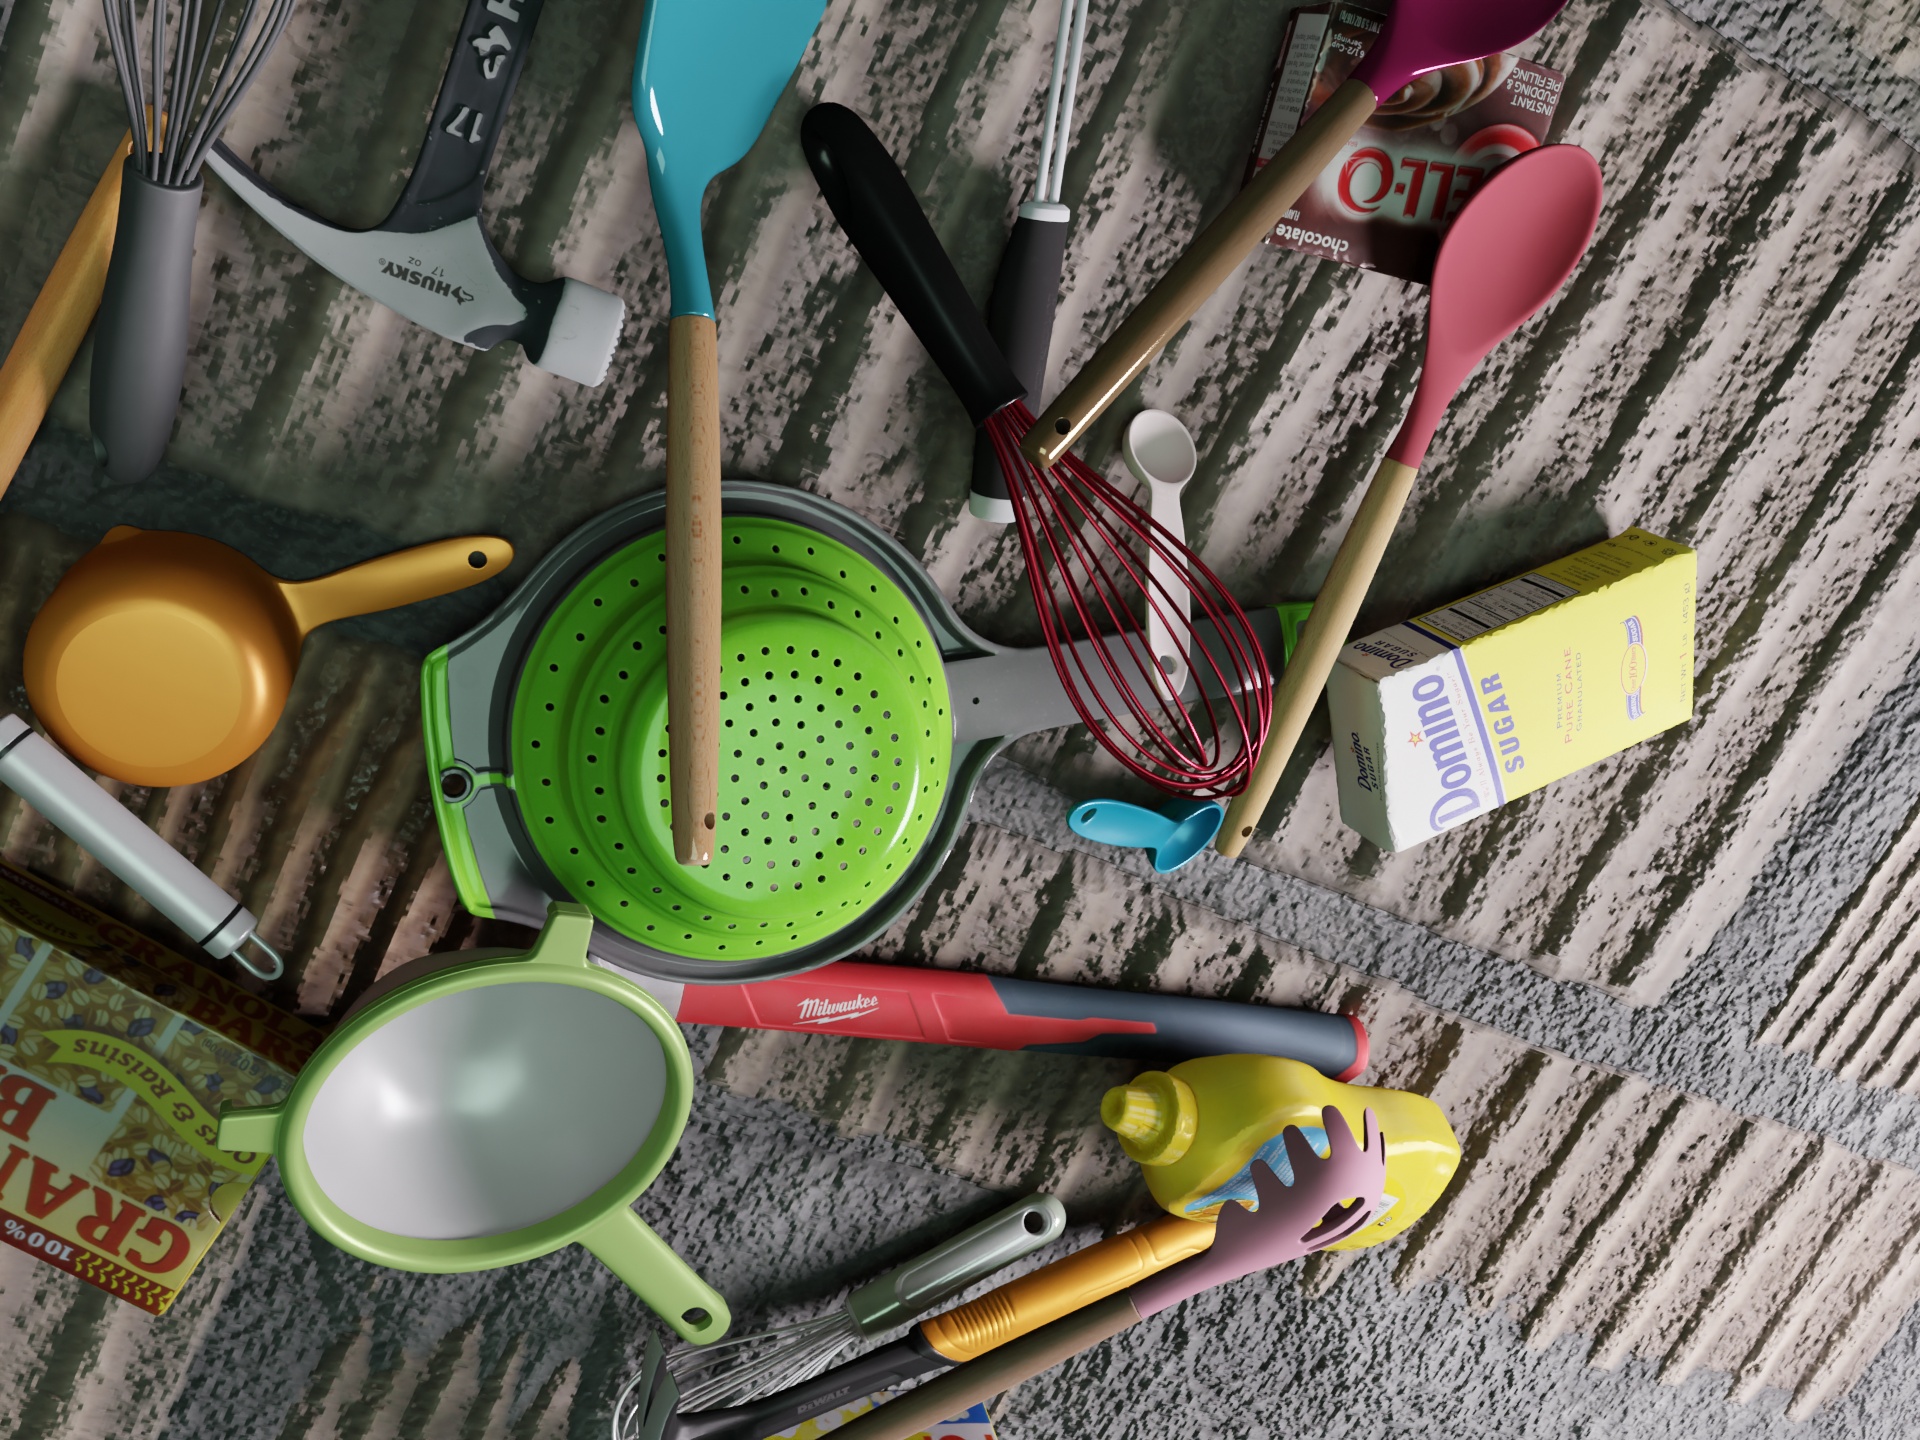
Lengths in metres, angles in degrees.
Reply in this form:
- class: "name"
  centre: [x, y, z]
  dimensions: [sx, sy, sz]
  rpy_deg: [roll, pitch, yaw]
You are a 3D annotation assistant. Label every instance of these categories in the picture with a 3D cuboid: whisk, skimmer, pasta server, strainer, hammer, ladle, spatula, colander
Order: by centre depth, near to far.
- class: "whisk"
  centre: [-0.245, -0.167, 0.494]
  dimensions: [0.055, 0.055, 0.238]
  rpy_deg: [15, 129, -21]
- class: "hammer"
  centre: [-0.120, -0.323, 0.507]
  dimensions: [0.149, 0.036, 0.409]
  rpy_deg: [18, 105, -21]
- class: "strainer"
  centre: [-0.327, 0.001, 0.530]
  dimensions: [0.087, 0.050, 0.258]
  rpy_deg: [-38, 108, 17]
- class: "spatula"
  centre: [-0.082, -0.111, 0.532]
  dimensions: [0.082, 0.044, 0.317]
  rpy_deg: [8, 80, -59]
- class: "spatula"
  centre: [-0.348, -0.064, 0.543]
  dimensions: [0.081, 0.041, 0.322]
  rpy_deg: [30, 100, -13]
- class: "skimmer"
  centre: [0.061, -0.238, 0.564]
  dimensions: [0.127, 0.090, 0.363]
  rpy_deg: [-15, 123, -45]
- class: "whisk"
  centre: [0.026, -0.098, 0.585]
  dimensions: [0.073, 0.073, 0.296]
  rpy_deg: [-32, 93, -1]
- class: "colander"
  centre: [-0.001, -0.002, 0.624]
  dimensions: [0.397, 0.094, 0.204]
  rpy_deg: [-10, 100, -18]
- class: "strainer"
  centre: [-0.166, 0.173, 0.651]
  dimensions: [0.151, 0.069, 0.256]
  rpy_deg: [-32, 129, -5]
- class: "ladle"
  centre: [0.172, -0.081, 0.655]
  dimensions: [0.069, 0.031, 0.315]
  rpy_deg: [11, 110, -32]
- class: "pasta server"
  centre: [0.051, 0.263, 0.703]
  dimensions: [0.316, 0.040, 0.060]
  rpy_deg: [-28, 129, 4]
- class: "hammer"
  centre: [0.022, 0.121, 0.731]
  dimensions: [0.386, 0.038, 0.143]
  rpy_deg: [9, 108, -19]
- class: "hammer"
  centre: [0.011, 0.284, 0.761]
  dimensions: [0.337, 0.034, 0.127]
  rpy_deg: [-14, 129, -23]
- class: "whisk"
  centre: [-0.058, 0.297, 0.778]
  dimensions: [0.246, 0.059, 0.058]
  rpy_deg: [-26, 76, -9]

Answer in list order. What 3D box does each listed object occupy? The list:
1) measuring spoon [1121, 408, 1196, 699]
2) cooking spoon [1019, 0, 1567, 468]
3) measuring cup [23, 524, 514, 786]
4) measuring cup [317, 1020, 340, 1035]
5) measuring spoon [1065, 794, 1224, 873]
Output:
- class: "measuring spoon"
  centre: [0.079, -0.067, 0.648]
  dimensions: [0.034, 0.018, 0.124]
  rpy_deg: [8, 73, -28]
- class: "cooking spoon"
  centre: [0.128, -0.208, 0.574]
  dimensions: [0.068, 0.017, 0.319]
  rpy_deg: [44, 80, -15]
- class: "measuring cup"
  centre: [-0.248, -0.032, 0.579]
  dimensions: [0.173, 0.052, 0.095]
  rpy_deg: [-17, 116, -7]
- class: "measuring cup"
  centre: [-0.214, 0.166, 0.688]
  dimensions: [0.156, 0.029, 0.062]
  rpy_deg: [18, 106, -25]
- class: "measuring spoon"
  centre: [0.075, 0.042, 0.694]
  dimensions: [0.042, 0.021, 0.128]
  rpy_deg: [-52, 148, 14]
